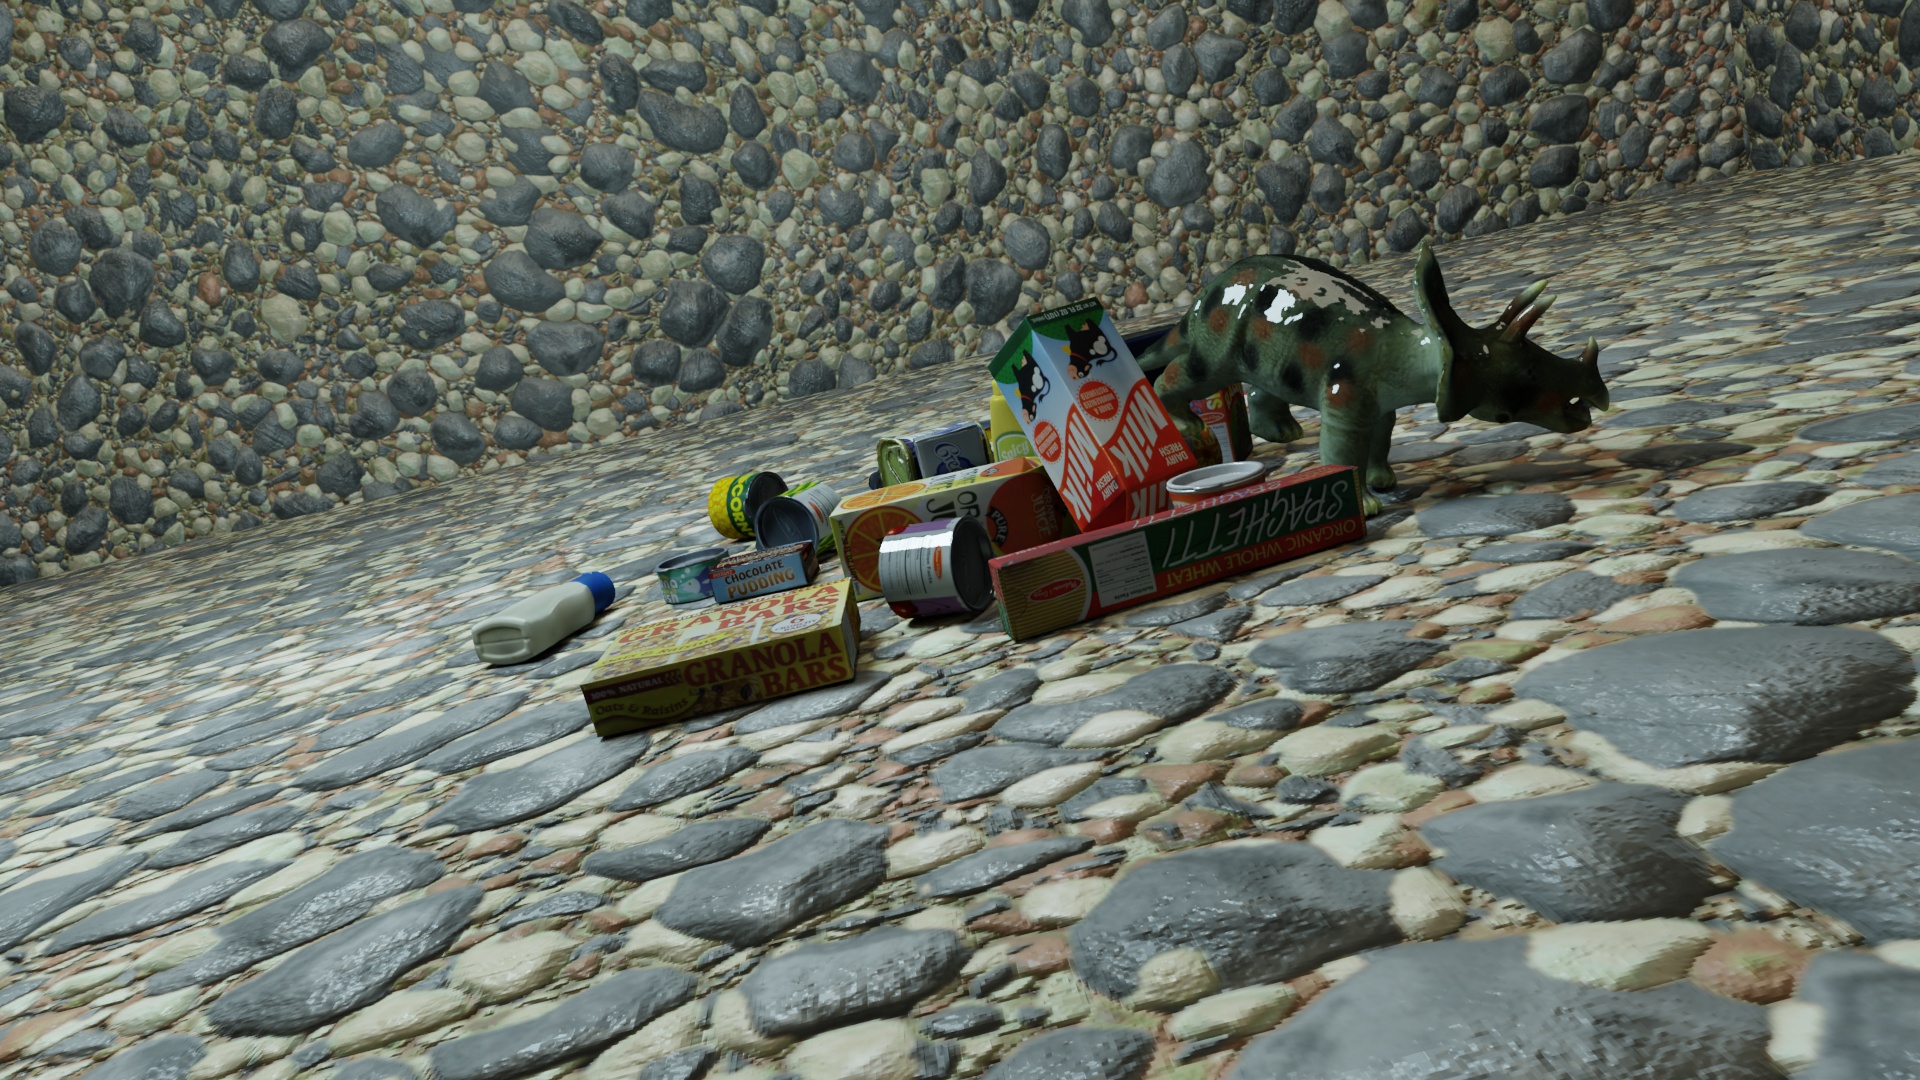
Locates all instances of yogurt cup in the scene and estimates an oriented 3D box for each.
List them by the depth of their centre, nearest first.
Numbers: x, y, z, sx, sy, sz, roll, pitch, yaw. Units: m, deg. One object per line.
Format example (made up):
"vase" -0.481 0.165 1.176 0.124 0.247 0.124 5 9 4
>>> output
"yogurt cup" 0.180 -0.020 0.953 0.072 0.054 0.072 -13 11 3

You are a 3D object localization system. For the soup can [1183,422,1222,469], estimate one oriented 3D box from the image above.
"soup can" 0.162 -0.064 1.135 0.084 0.071 0.071 -20 13 -31

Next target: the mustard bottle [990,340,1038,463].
"mustard bottle" 0.055 -0.089 1.155 0.065 0.160 0.049 -6 14 37

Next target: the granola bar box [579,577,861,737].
"granola bar box" -0.150 0.074 0.909 0.166 0.039 0.124 -13 12 1

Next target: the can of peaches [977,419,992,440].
"can of peaches" 0.028 -0.093 1.454 0.071 0.058 0.071 -12 11 3

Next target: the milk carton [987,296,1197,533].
"milk carton" 0.105 -0.076 1.019 0.072 0.191 0.073 -22 -15 -31

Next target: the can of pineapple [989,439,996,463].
"can of pineapple" 0.046 -0.064 1.283 0.058 0.071 0.071 -22 14 -37

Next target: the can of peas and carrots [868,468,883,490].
"can of peas and carrots" -0.047 -0.056 1.335 0.071 0.070 0.059 -10 11 14

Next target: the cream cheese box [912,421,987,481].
"cream cheese box" -0.001 -0.040 1.121 0.053 0.103 0.024 -15 15 -5

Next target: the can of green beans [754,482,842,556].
"can of green beans" -0.143 -0.015 1.255 0.071 0.071 0.058 -8 12 26

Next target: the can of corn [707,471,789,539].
"can of corn" -0.219 -0.035 1.430 0.058 0.071 0.071 -6 13 35

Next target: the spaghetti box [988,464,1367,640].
"spaghetti box" 0.142 0.005 0.886 0.250 0.050 0.029 -16 13 -12

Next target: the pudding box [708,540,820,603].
"pudding box" -0.165 0.026 1.174 0.084 0.030 0.050 -11 11 8

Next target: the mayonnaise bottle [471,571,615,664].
"mayonnaise bottle" -0.345 0.063 1.177 0.065 0.041 0.148 -7 12 19

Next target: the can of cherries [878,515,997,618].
"can of cherries" -0.014 0.020 0.957 0.058 0.071 0.072 -9 12 27

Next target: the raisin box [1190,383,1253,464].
"raisin box" 0.227 -0.130 1.245 0.040 0.123 0.086 -8 12 25

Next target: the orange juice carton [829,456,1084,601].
"orange juice carton" 0.004 -0.013 1.071 0.193 0.071 0.073 -12 12 6

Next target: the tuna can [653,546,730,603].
"tuna can" -0.234 0.031 1.220 0.071 0.032 0.071 -13 11 3
